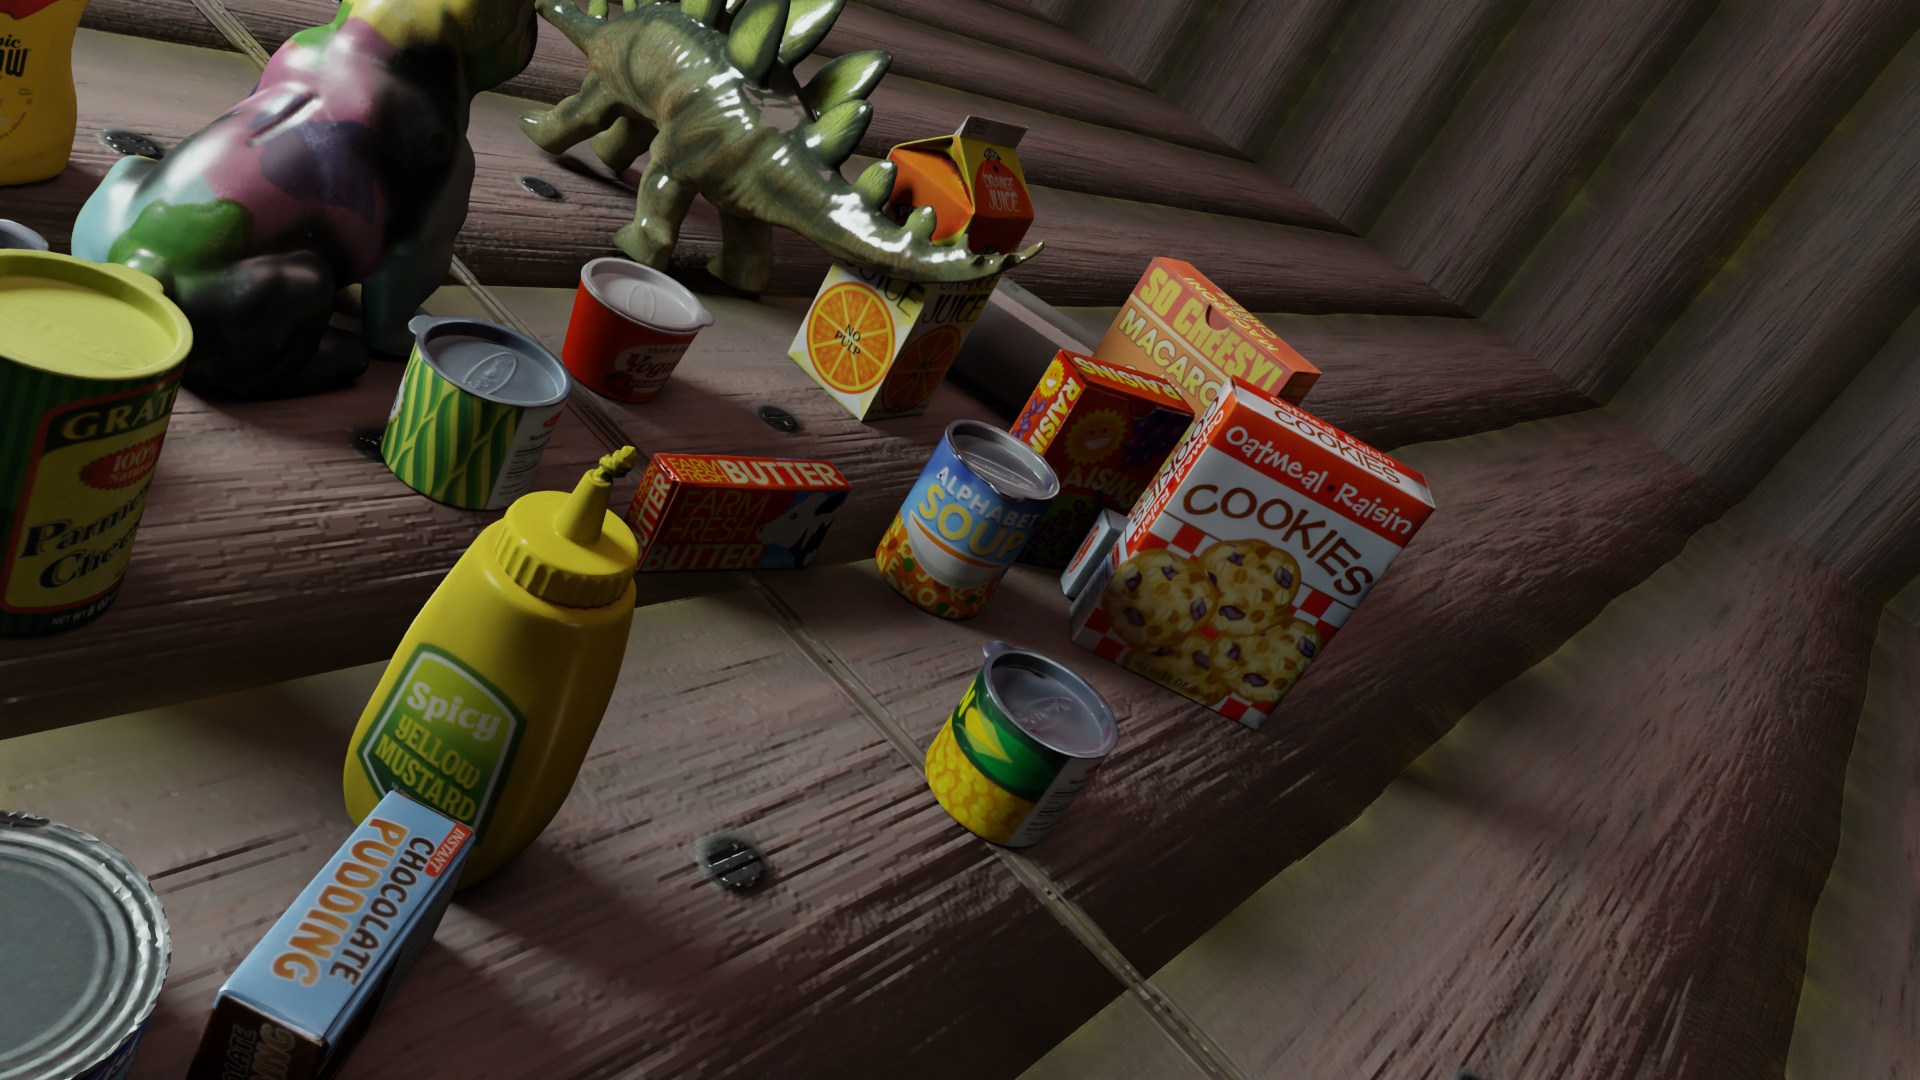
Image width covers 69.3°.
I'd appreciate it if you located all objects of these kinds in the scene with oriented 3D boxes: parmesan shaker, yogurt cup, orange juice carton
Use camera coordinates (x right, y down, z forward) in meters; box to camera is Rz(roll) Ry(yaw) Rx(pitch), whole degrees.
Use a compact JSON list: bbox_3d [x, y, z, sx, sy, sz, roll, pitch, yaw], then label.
[{"bbox_3d":[-0.285,-0.030,0.432,0.071,0.102,0.071,25,27,-13],"label":"parmesan shaker"},{"bbox_3d":[-0.177,-0.110,0.739,0.072,0.053,0.073,25,27,-13],"label":"yogurt cup"},{"bbox_3d":[-0.022,-0.172,0.853,0.073,0.191,0.072,42,28,20],"label":"orange juice carton"}]

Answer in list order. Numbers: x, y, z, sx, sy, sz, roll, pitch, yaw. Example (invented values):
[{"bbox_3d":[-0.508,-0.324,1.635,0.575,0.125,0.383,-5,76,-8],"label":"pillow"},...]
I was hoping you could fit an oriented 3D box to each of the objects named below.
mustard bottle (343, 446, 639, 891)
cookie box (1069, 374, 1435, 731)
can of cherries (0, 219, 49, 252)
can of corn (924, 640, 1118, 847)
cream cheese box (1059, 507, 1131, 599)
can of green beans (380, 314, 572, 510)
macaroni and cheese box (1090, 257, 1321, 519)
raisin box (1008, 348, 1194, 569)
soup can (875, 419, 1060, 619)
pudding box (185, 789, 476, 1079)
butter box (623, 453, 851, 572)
[{"bbox_3d":[-0.134,0.034,0.417,0.065,0.159,0.049,34,26,5],"label":"mustard bottle"},{"bbox_3d":[0.154,0.010,0.754,0.123,0.166,0.040,26,26,-10],"label":"cookie box"},{"bbox_3d":[-0.356,-0.076,0.487,0.071,0.058,0.072,25,27,-13],"label":"can of cherries"},{"bbox_3d":[0.024,0.088,0.604,0.071,0.058,0.071,25,27,-13],"label":"can of corn"},{"bbox_3d":[0.115,0.024,0.816,0.104,0.053,0.024,22,28,-19],"label":"cream cheese box"},{"bbox_3d":[-0.211,-0.055,0.604,0.071,0.057,0.071,25,27,-13],"label":"can of green beans"},{"bbox_3d":[0.127,-0.073,0.869,0.040,0.165,0.124,-3,42,-49],"label":"macaroni and cheese box"},{"bbox_3d":[0.066,-0.043,0.801,0.086,0.123,0.040,11,33,-35],"label":"raisin box"},{"bbox_3d":[0.003,-0.009,0.720,0.071,0.083,0.072,25,27,-13],"label":"soup can"},{"bbox_3d":[-0.166,0.113,0.372,0.030,0.049,0.084,29,26,-6],"label":"pudding box"},{"bbox_3d":[-0.104,-0.013,0.648,0.104,0.053,0.024,0,40,-47],"label":"butter box"}]
